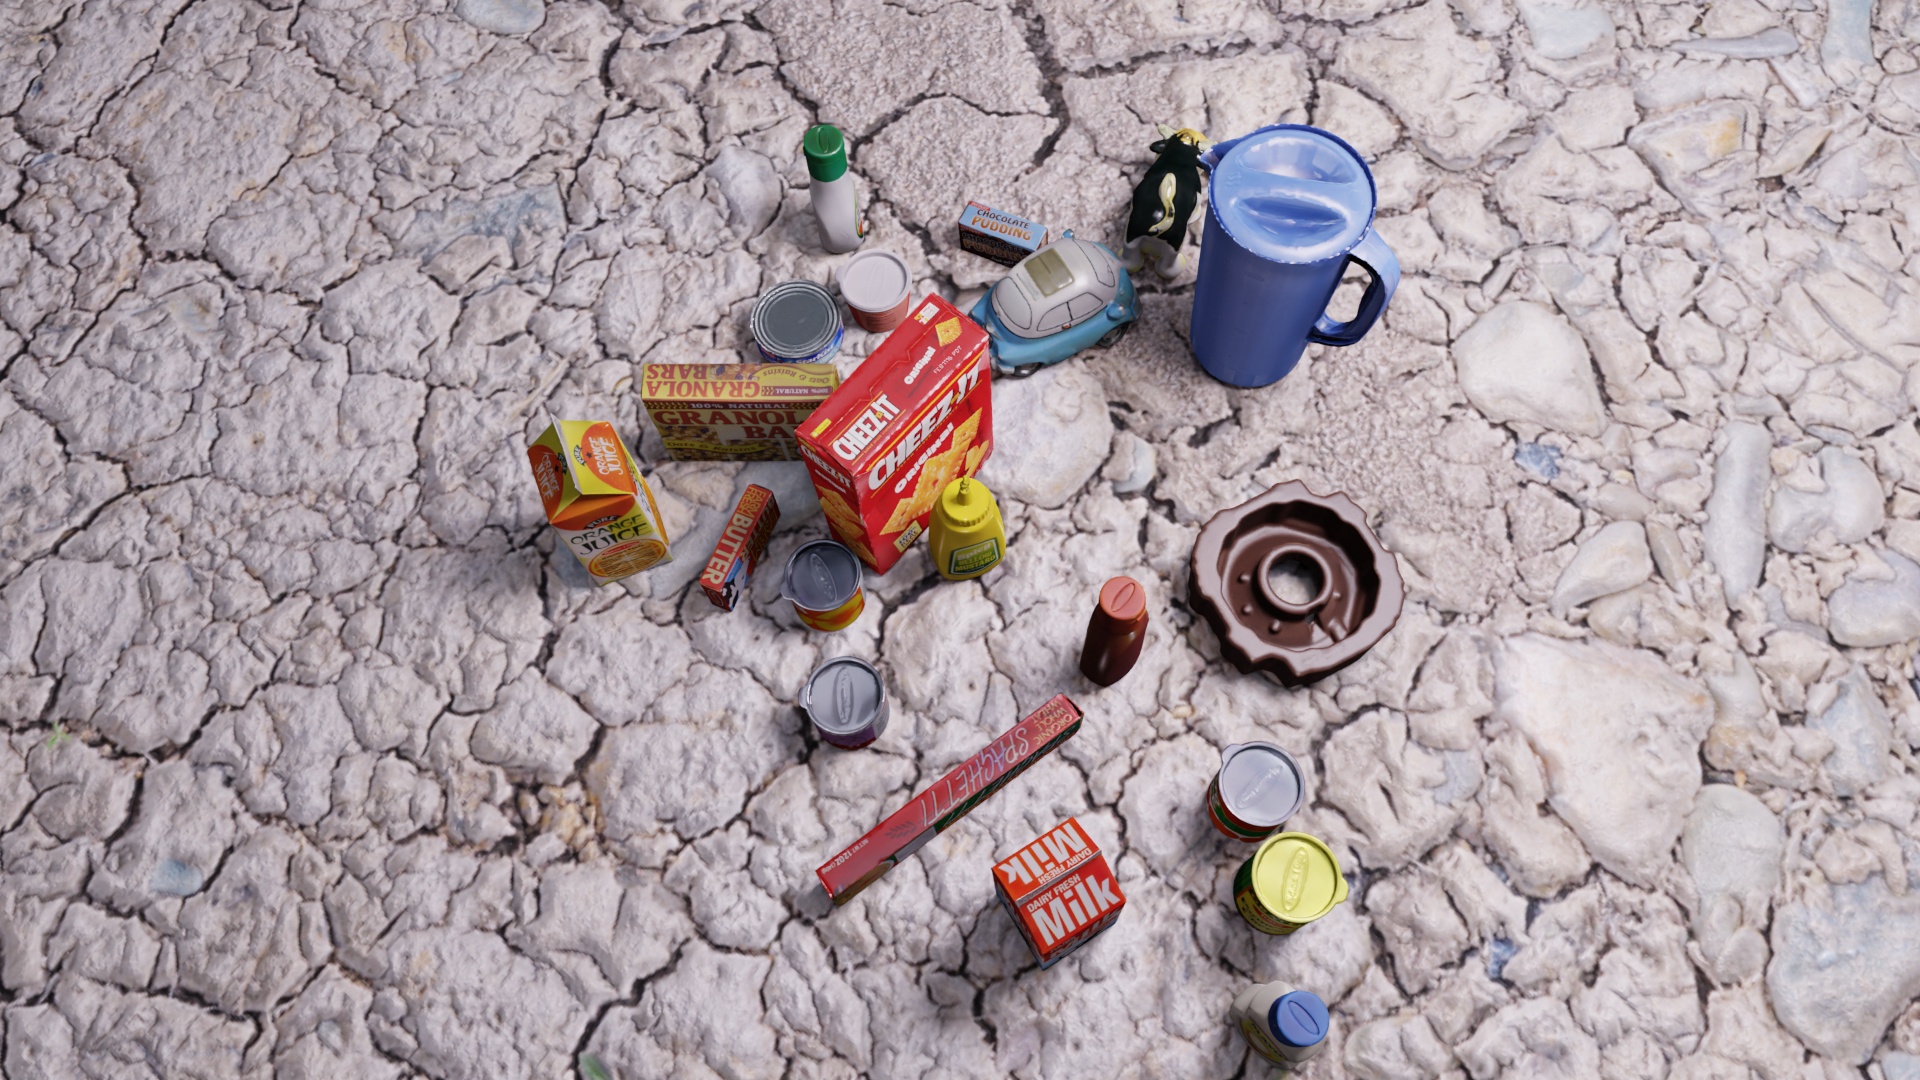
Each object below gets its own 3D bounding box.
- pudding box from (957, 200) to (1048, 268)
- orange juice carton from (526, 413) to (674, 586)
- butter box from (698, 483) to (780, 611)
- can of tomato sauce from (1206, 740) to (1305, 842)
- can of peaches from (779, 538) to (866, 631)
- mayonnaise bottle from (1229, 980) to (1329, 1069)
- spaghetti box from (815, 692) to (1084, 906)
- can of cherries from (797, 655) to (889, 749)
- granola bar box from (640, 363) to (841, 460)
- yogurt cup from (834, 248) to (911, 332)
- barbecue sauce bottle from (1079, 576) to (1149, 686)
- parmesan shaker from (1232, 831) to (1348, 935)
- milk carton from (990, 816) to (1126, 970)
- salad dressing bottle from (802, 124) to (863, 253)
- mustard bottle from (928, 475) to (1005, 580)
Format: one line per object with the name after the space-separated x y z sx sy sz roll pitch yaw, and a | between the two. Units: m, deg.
0.042 -0.290 1.334 0.084 0.049 0.030 23 71 11 | pudding box
-0.304 -0.035 1.165 0.073 0.192 0.072 -21 69 -6 | orange juice carton
-0.193 0.006 1.219 0.024 0.053 0.104 20 70 10 | butter box
0.232 0.201 1.107 0.071 0.082 0.071 -1 68 2 | can of tomato sauce
-0.118 0.040 1.200 0.071 0.058 0.071 -1 68 2 | can of peaches
0.235 0.351 1.010 0.041 0.147 0.065 -39 72 -12 | mayonnaise bottle
-0.006 0.209 1.130 0.250 0.050 0.029 -35 71 -11 | spaghetti box
-0.096 0.136 1.159 0.071 0.058 0.072 -1 68 2 | can of cherries
-0.186 -0.111 1.229 0.166 0.123 0.039 0 68 2 | granola bar box
-0.078 -0.233 1.313 0.072 0.053 0.072 -1 68 2 | yogurt cup
0.127 0.071 1.129 0.044 0.148 0.065 36 74 15 | barbecue sauce bottle
0.252 0.267 1.068 0.071 0.102 0.071 -1 68 2 | parmesan shaker
0.072 0.262 1.030 0.072 0.190 0.073 -30 70 -9 | milk carton
-0.120 -0.328 1.303 0.044 0.147 0.064 -11 68 -2 | salad dressing bottle
0.004 -0.015 1.163 0.065 0.159 0.049 -18 69 -5 | mustard bottle
